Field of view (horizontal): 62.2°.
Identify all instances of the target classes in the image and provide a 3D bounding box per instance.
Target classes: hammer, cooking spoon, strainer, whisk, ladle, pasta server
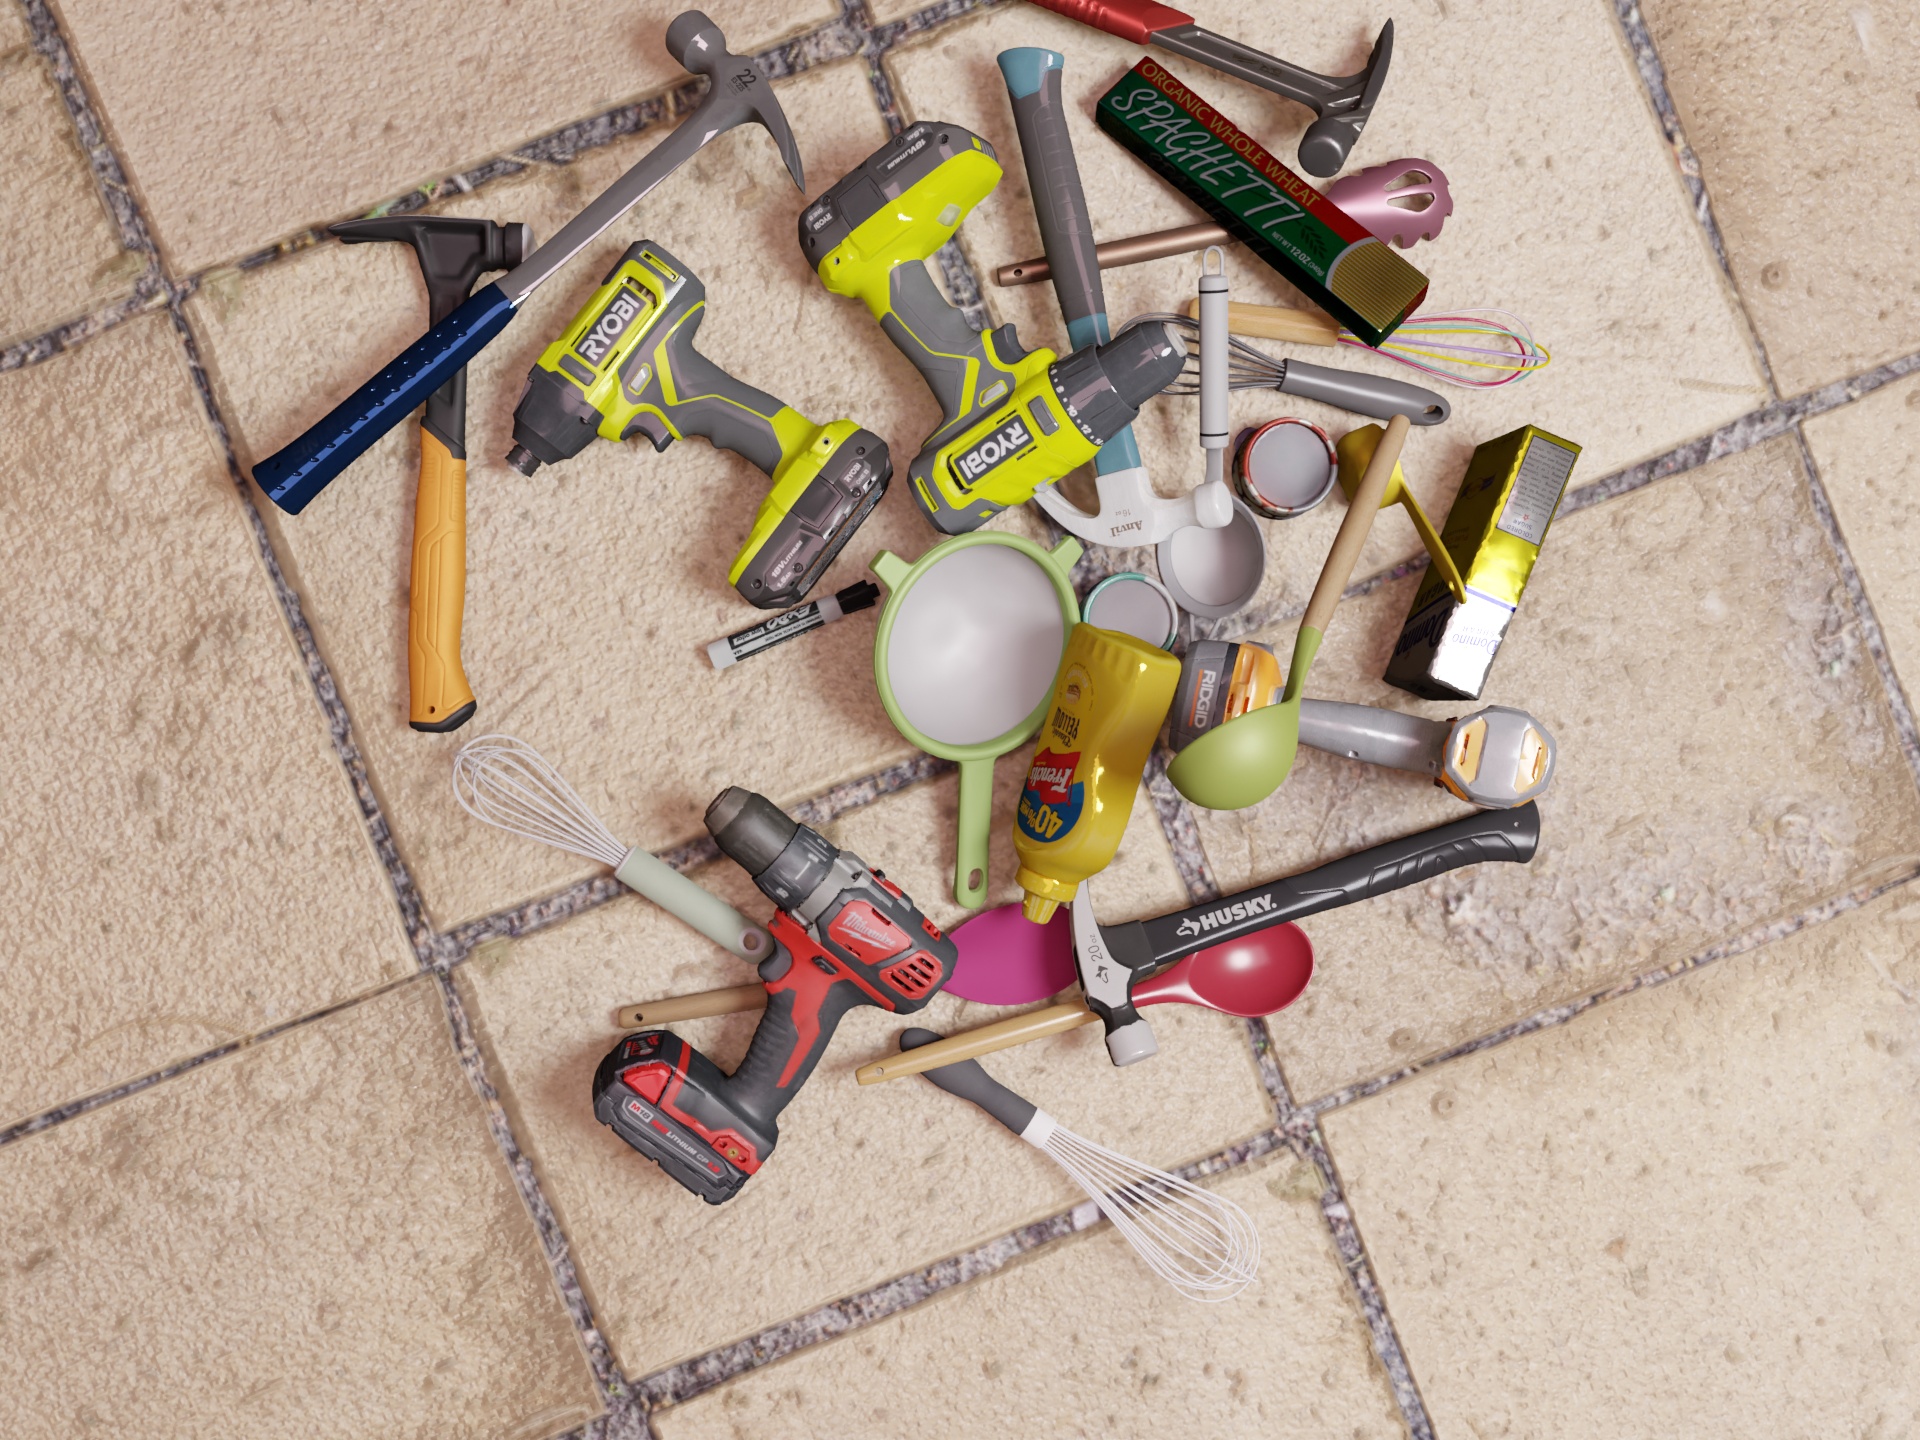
[{"bbox_3d":[0.232,0.109,1.059,0.334,0.035,0.146,-17,69,-8],"label":"hammer"},{"bbox_3d":[-0.070,0.173,1.067,0.319,0.017,0.069,-9,95,-3],"label":"cooking spoon"},{"bbox_3d":[-0.274,-0.270,0.997,0.405,0.035,0.144,-41,71,0],"label":"hammer"},{"bbox_3d":[-0.348,-0.160,1.042,0.127,0.034,0.337,1,90,-4],"label":"hammer"},{"bbox_3d":[0.168,-0.176,1.038,0.050,0.087,0.258,-22,116,-43],"label":"strainer"},{"bbox_3d":[0.275,-0.260,1.074,0.245,0.051,0.047,8,69,1],"label":"whisk"},{"bbox_3d":[0.207,-0.077,0.953,0.062,0.078,0.320,27,61,3],"label":"ladle"},{"bbox_3d":[0.180,-0.328,1.073,0.316,0.040,0.060,-11,91,1],"label":"pasta server"},{"bbox_3d":[0.216,-0.228,1.066,0.239,0.055,0.055,10,90,-7],"label":"whisk"},{"bbox_3d":[0.080,-0.273,1.030,0.128,0.033,0.331,-12,92,29],"label":"hammer"},{"bbox_3d":[-0.002,-0.003,1.053,0.151,0.069,0.256,-8,110,-28],"label":"strainer"},{"bbox_3d":[0.084,0.194,1.054,0.315,0.031,0.069,-14,76,-9],"label":"ladle"},{"bbox_3d":[-0.227,0.088,1.046,0.246,0.059,0.058,35,72,-8],"label":"whisk"},{"bbox_3d":[0.106,-0.472,1.047,0.359,0.036,0.149,23,58,4],"label":"hammer"},{"bbox_3d":[0.078,0.289,1.057,0.284,0.070,0.070,34,89,2],"label":"whisk"}]

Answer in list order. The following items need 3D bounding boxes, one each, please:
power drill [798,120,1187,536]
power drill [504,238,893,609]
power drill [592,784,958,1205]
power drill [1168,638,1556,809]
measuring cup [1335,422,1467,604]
[{"bbox_3d":[0.017,-0.256,1.004,0.190,0.080,0.228,-31,85,23],"label":"power drill"},{"bbox_3d":[-0.171,-0.178,1.033,0.223,0.080,0.171,38,89,1],"label":"power drill"},{"bbox_3d":[-0.137,0.170,1.013,0.188,0.080,0.226,41,93,-11],"label":"power drill"},{"bbox_3d":[0.261,0.010,1.026,0.226,0.185,0.084,12,90,16],"label":"power drill"},{"bbox_3d":[0.283,-0.130,1.032,0.029,0.062,0.157,-18,53,0],"label":"measuring cup"}]
